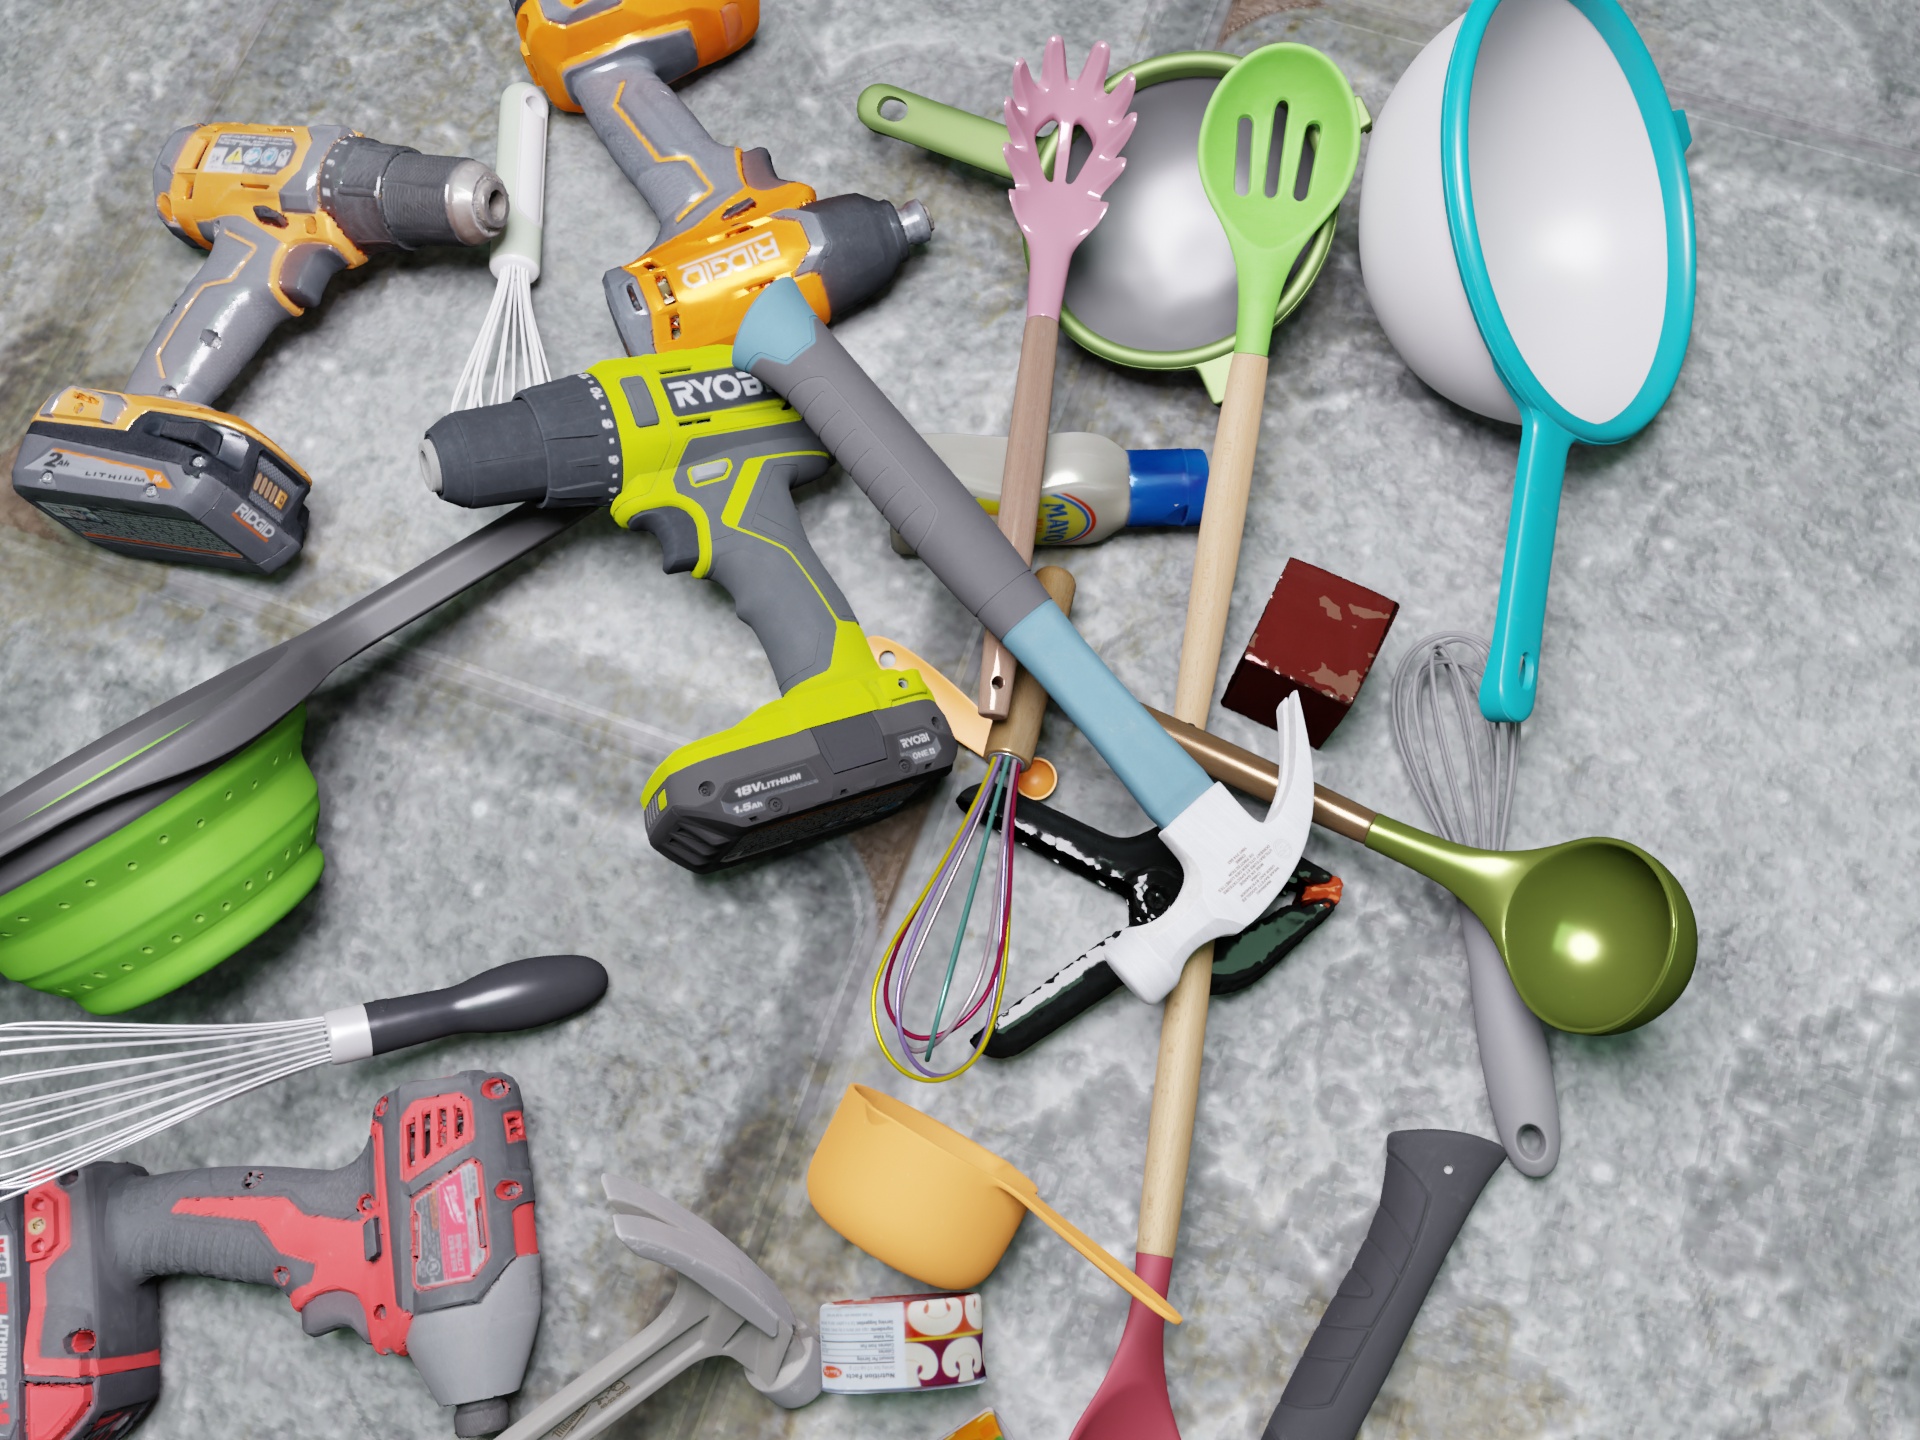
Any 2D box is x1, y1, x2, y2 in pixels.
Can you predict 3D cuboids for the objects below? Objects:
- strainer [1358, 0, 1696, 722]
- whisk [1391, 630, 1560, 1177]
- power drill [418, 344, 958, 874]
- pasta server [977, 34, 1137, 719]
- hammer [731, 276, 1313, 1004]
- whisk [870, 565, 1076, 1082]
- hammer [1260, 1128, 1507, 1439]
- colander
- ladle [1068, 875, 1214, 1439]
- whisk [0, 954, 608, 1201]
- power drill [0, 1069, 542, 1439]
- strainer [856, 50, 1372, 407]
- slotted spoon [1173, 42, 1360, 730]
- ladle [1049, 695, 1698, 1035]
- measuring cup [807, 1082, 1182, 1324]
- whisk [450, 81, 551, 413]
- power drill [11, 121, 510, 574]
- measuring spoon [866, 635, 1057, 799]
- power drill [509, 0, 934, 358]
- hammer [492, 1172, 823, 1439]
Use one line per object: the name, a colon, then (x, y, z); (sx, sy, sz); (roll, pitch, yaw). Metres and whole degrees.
strainer: (0.235, -0.164, 0.720); (0.095, 0.210, 0.340); (-1, 75, 49)
whisk: (0.230, 0.075, 0.690); (0.055, 0.055, 0.239); (-6, 78, 0)
power drill: (-0.114, -0.056, 0.695); (0.190, 0.080, 0.229); (-16, 76, -28)
pasta server: (0.034, -0.155, 0.705); (0.060, 0.040, 0.316); (8, 76, 0)
hammer: (0.017, -0.051, 0.657); (0.128, 0.033, 0.331); (-39, 83, -7)
whisk: (0.012, 0.035, 0.676); (0.047, 0.051, 0.245); (9, 62, 13)
hammer: (0.129, 0.311, 0.628); (0.146, 0.035, 0.335); (30, 77, 11)
colander: (-0.281, 0.012, 0.704); (0.397, 0.204, 0.094); (-37, 110, -24)
ladle: (0.080, 0.185, 0.632); (0.069, 0.031, 0.316); (21, 69, -30)
whisk: (-0.282, 0.135, 0.644); (0.284, 0.070, 0.070); (-10, 71, -27)
power drill: (-0.282, 0.233, 0.650); (0.219, 0.078, 0.143); (-11, 74, -4)
strainer: (0.066, -0.259, 0.788); (0.256, 0.069, 0.151); (27, 96, 20)
slotted spoon: (0.124, -0.138, 0.713); (0.070, 0.031, 0.314); (9, 96, 5)
ladle: (0.147, 0.035, 0.672); (0.320, 0.062, 0.078); (26, 98, 23)
measuring cup: (0.009, 0.203, 0.613); (0.174, 0.095, 0.052); (25, 82, 44)
whisk: (-0.224, -0.220, 0.797); (0.059, 0.057, 0.246); (-16, 66, 30)
power drill: (-0.327, -0.187, 0.763); (0.185, 0.084, 0.226); (9, 70, 17)
measuring spoon: (-0.001, -0.002, 0.741); (0.117, 0.011, 0.021); (39, 92, 16)
power drill: (-0.121, -0.292, 0.798); (0.164, 0.084, 0.227); (-21, 78, -4)
hammer: (-0.227, 0.317, 0.605); (0.359, 0.149, 0.037); (-36, 39, -2)
